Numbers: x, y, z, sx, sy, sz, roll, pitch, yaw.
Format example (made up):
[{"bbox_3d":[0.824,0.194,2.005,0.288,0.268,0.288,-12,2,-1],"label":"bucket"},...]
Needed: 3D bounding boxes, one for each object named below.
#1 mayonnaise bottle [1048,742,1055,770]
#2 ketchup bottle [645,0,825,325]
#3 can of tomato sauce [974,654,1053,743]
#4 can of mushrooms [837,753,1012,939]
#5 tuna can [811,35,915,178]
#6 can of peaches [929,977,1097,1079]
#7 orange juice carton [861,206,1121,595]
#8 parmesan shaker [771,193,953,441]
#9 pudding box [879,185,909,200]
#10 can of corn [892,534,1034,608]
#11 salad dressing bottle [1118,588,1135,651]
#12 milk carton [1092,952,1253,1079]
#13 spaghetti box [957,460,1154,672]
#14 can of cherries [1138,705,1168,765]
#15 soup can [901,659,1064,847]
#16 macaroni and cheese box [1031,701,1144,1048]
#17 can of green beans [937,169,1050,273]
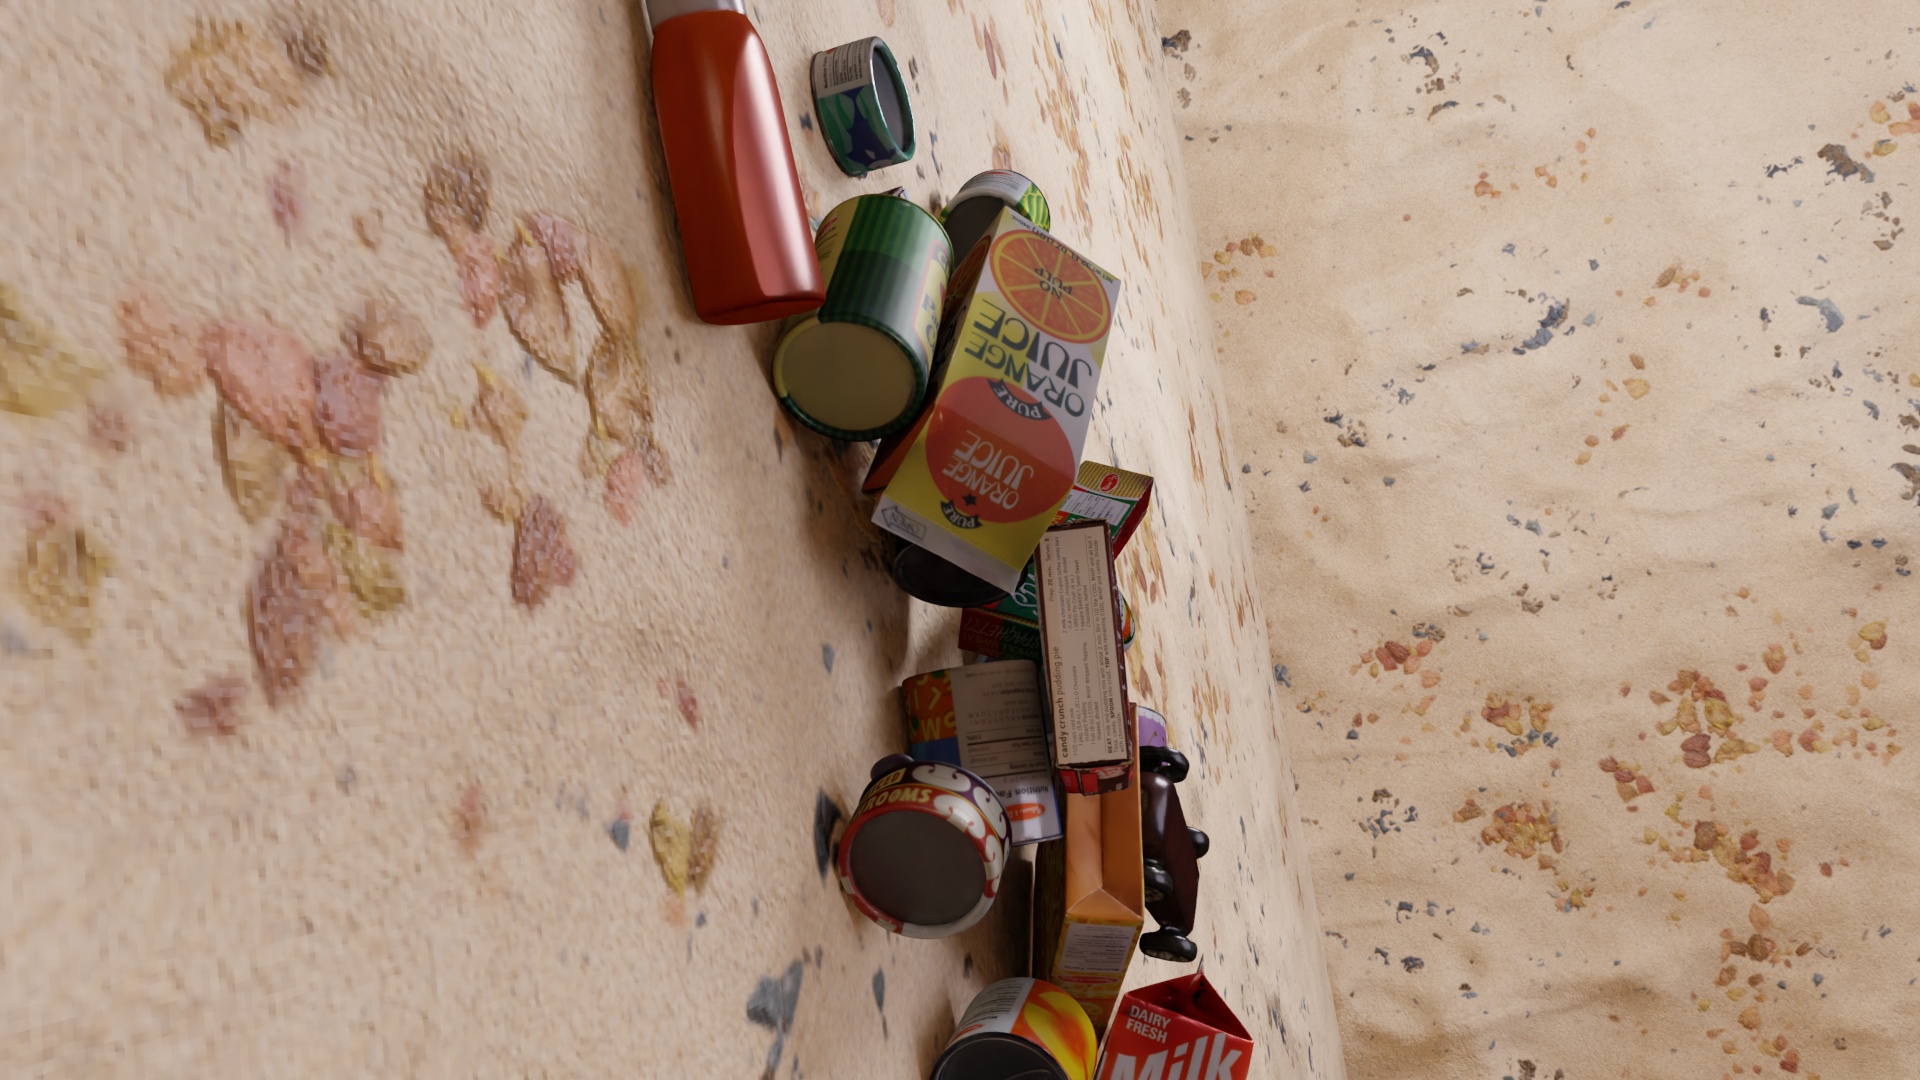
[{"bbox_3d":[0.075,0.115,0.876,0.041,0.064,0.148,63,16,-10],"label":"mayonnaise bottle"},{"bbox_3d":[-0.090,-0.159,0.528,0.065,0.043,0.148,-23,101,-71],"label":"ketchup bottle"},{"bbox_3d":[0.047,0.074,0.797,0.083,0.071,0.071,-25,104,-69],"label":"can of tomato sauce"},{"bbox_3d":[-0.016,0.123,0.560,0.033,0.071,0.071,-60,137,-65],"label":"can of mushrooms"},{"bbox_3d":[-0.049,-0.225,0.728,0.071,0.033,0.071,-12,91,-73],"label":"tuna can"},{"bbox_3d":[0.026,0.239,0.619,0.058,0.071,0.071,-28,107,-74],"label":"can of peaches"},{"bbox_3d":[0.014,-0.061,0.643,0.072,0.072,0.194,30,47,-14],"label":"orange juice carton"},{"bbox_3d":[-0.042,-0.097,0.615,0.103,0.071,0.071,-81,155,-48],"label":"parmesan shaker"},{"bbox_3d":[-0.035,-0.136,0.722,0.050,0.030,0.083,-66,142,-61],"label":"pudding box"},{"bbox_3d":[0.002,-0.009,0.693,0.071,0.071,0.058,58,25,-51],"label":"can of corn"},{"bbox_3d":[0.088,0.036,0.998,0.147,0.044,0.064,54,31,-55],"label":"salad dressing bottle"},{"bbox_3d":[0.095,0.302,0.698,0.191,0.073,0.072,-59,163,-49],"label":"milk carton"},{"bbox_3d":[0.062,0.007,0.814,0.251,0.050,0.028,-47,148,-61],"label":"spaghetti box"},{"bbox_3d":[0.109,0.153,0.962,0.071,0.071,0.058,57,28,-52],"label":"can of cherries"},{"bbox_3d":[0.008,0.103,0.657,0.071,0.071,0.084,24,56,-70],"label":"soup can"},{"bbox_3d":[0.064,0.181,0.729,0.165,0.040,0.124,95,0,-48],"label":"macaroni and cheese box"},{"bbox_3d":[0.021,-0.198,0.885,0.058,0.071,0.071,-66,143,-62],"label":"can of green beans"}]
